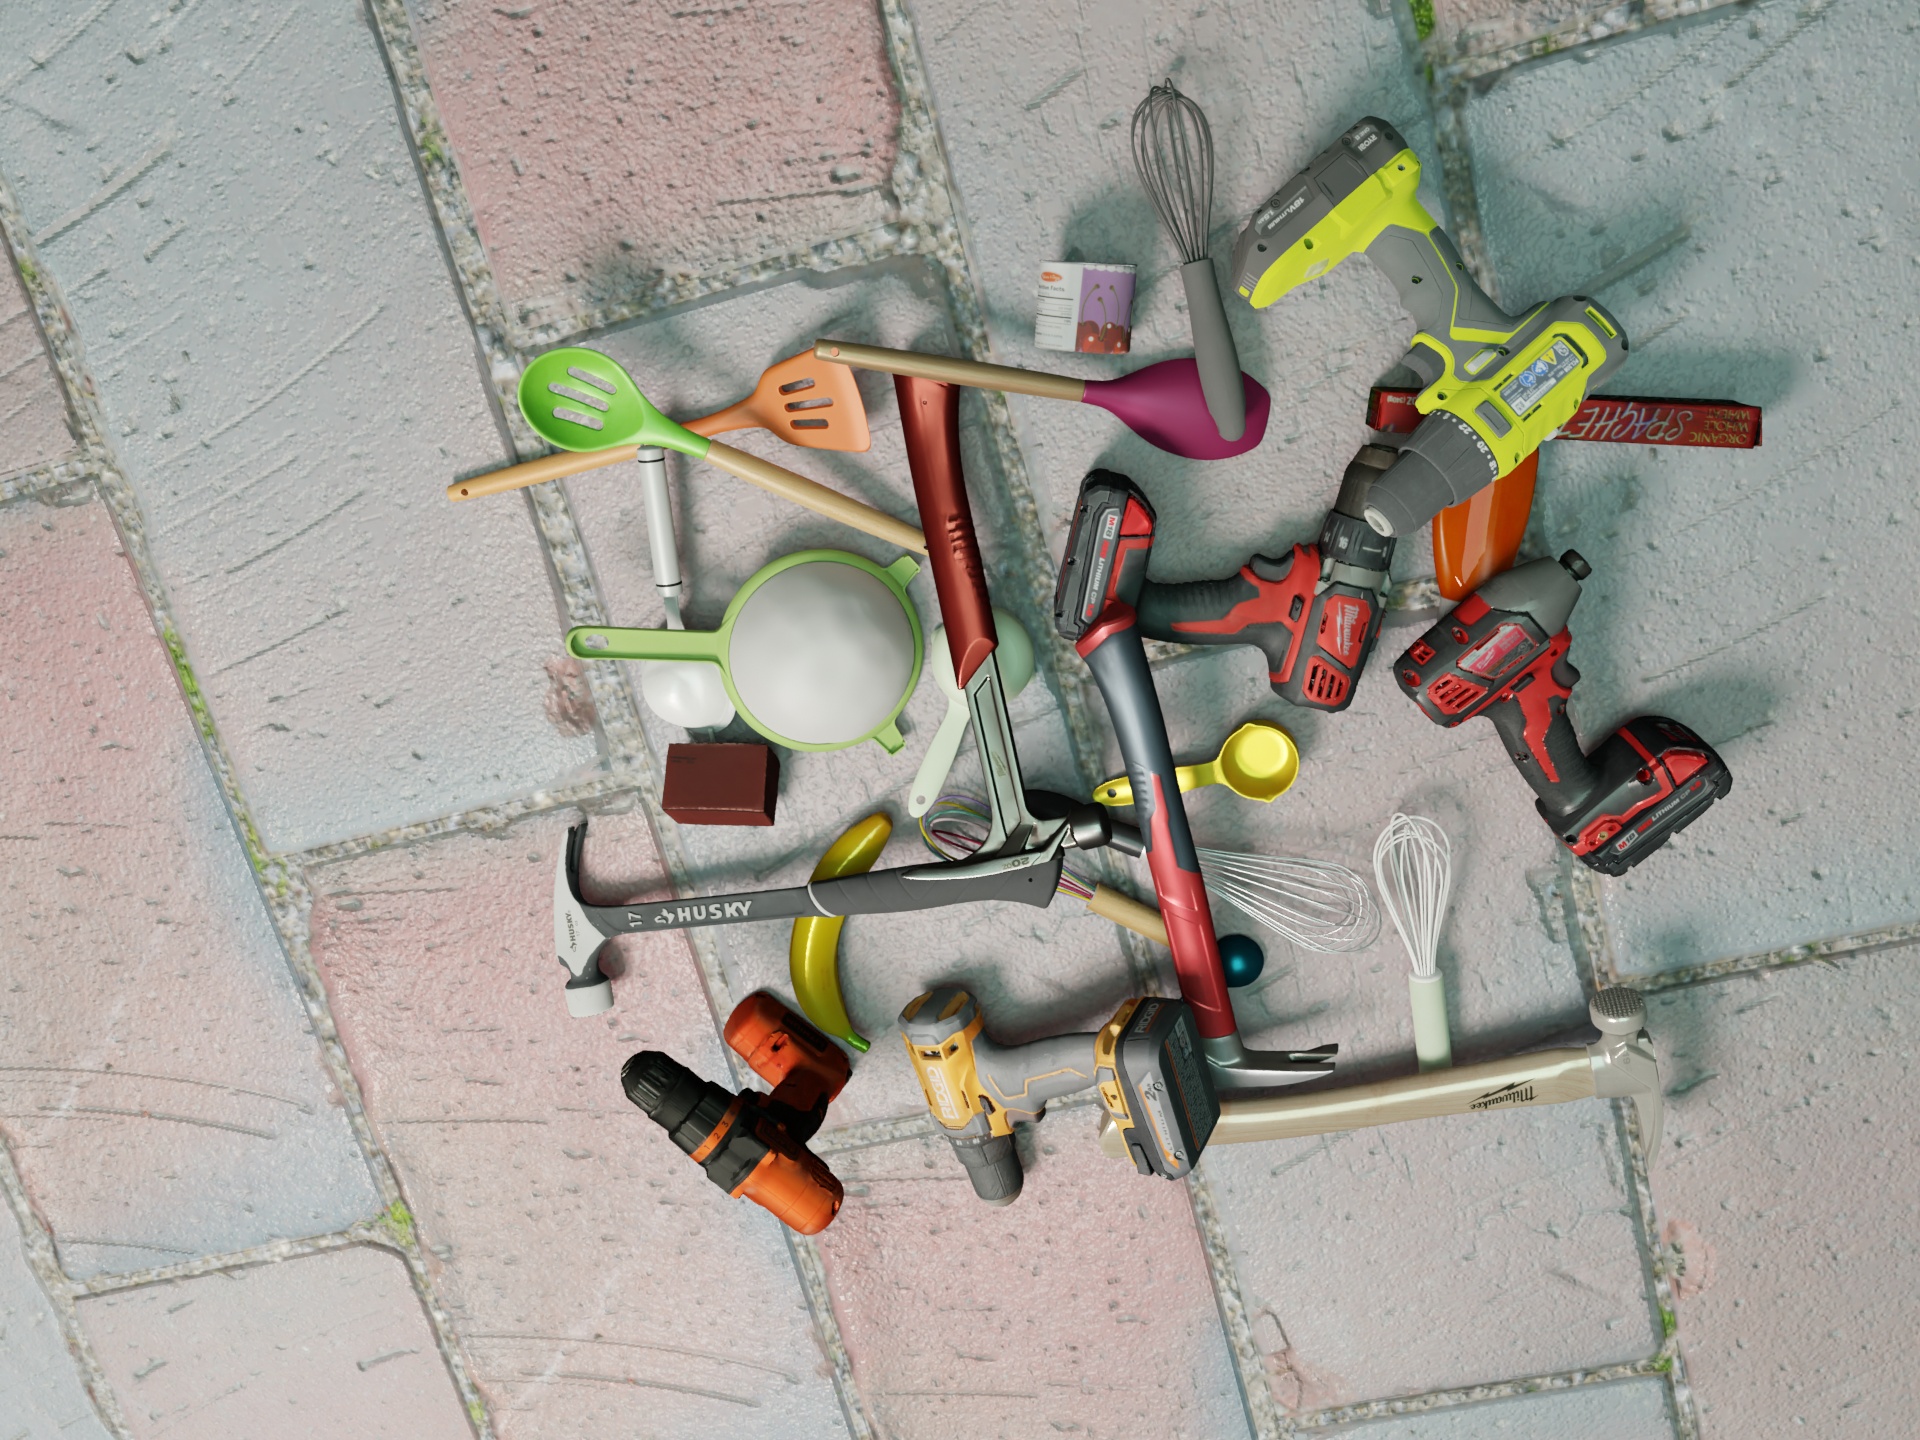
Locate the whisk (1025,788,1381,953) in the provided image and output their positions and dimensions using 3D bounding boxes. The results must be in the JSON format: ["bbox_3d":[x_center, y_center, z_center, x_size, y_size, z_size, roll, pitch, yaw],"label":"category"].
[{"bbox_3d":[0.173,0.106,1.174,0.284,0.070,0.070,19,106,5],"label":"whisk"}]

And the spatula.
[{"bbox_3d":[-0.222,-0.198,1.137,0.322,0.041,0.081,-13,116,10],"label":"spatula"}]

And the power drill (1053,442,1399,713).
[{"bbox_3d":[0.190,-0.116,1.101,0.226,0.080,0.188,13,107,-1],"label":"power drill"}]

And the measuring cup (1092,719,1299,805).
[{"bbox_3d":[0.173,0.037,1.175,0.156,0.029,0.062,-13,104,21],"label":"measuring cup"}]

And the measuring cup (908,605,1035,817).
[{"bbox_3d":[-0.002,-0.004,1.155,0.083,0.038,0.167,23,95,-1],"label":"measuring cup"}]

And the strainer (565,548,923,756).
[{"bbox_3d":[-0.146,-0.045,1.119,0.256,0.069,0.151,2,104,-14],"label":"strainer"}]

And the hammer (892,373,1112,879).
[{"bbox_3d":[-0.004,-0.071,1.107,0.149,0.036,0.359,-13,89,14],"label":"hammer"}]

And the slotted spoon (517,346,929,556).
[{"bbox_3d":[-0.153,-0.177,1.109,0.313,0.031,0.070,21,103,-16],"label":"slotted spoon"}]

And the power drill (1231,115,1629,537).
[{"bbox_3d":[0.281,-0.247,1.015,0.190,0.080,0.228,-41,85,-2],"label":"power drill"}]

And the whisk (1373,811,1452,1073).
[{"bbox_3d":[0.344,0.181,1.182,0.058,0.059,0.246,-14,109,-8],"label":"whisk"}]

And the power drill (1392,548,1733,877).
[{"bbox_3d":[0.414,-0.009,1.084,0.219,0.079,0.143,42,105,-18],"label":"power drill"}]

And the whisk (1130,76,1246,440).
[{"bbox_3d":[0.159,-0.304,1.059,0.055,0.055,0.239,-13,102,9],"label":"whisk"}]

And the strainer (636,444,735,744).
[{"bbox_3d":[-0.212,-0.088,1.151,0.087,0.050,0.258,6,112,28],"label":"strainer"}]

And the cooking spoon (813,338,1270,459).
[{"bbox_3d":[0.058,-0.229,1.086,0.319,0.017,0.068,7,106,-8],"label":"cooking spoon"}]

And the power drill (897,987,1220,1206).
[{"bbox_3d":[0.075,0.291,1.193,0.226,0.084,0.185,-6,112,32],"label":"power drill"}]

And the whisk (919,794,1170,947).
[{"bbox_3d":[0.078,0.126,1.195,0.245,0.047,0.051,26,105,-5],"label":"whisk"}]

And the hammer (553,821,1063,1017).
[{"bbox_3d":[-0.121,0.130,1.183,0.409,0.036,0.149,-8,95,16],"label":"hammer"}]

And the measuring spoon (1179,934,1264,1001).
[{"bbox_3d":[0.182,0.217,1.218,0.042,0.021,0.128,39,106,-6],"label":"measuring spoon"}]

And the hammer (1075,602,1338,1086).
[{"bbox_3d":[0.164,0.097,1.121,0.143,0.038,0.386,-6,115,23],"label":"hammer"}]

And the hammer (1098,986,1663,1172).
[{"bbox_3d":[0.309,0.297,1.200,0.410,0.038,0.146,-12,114,16],"label":"hammer"}]
